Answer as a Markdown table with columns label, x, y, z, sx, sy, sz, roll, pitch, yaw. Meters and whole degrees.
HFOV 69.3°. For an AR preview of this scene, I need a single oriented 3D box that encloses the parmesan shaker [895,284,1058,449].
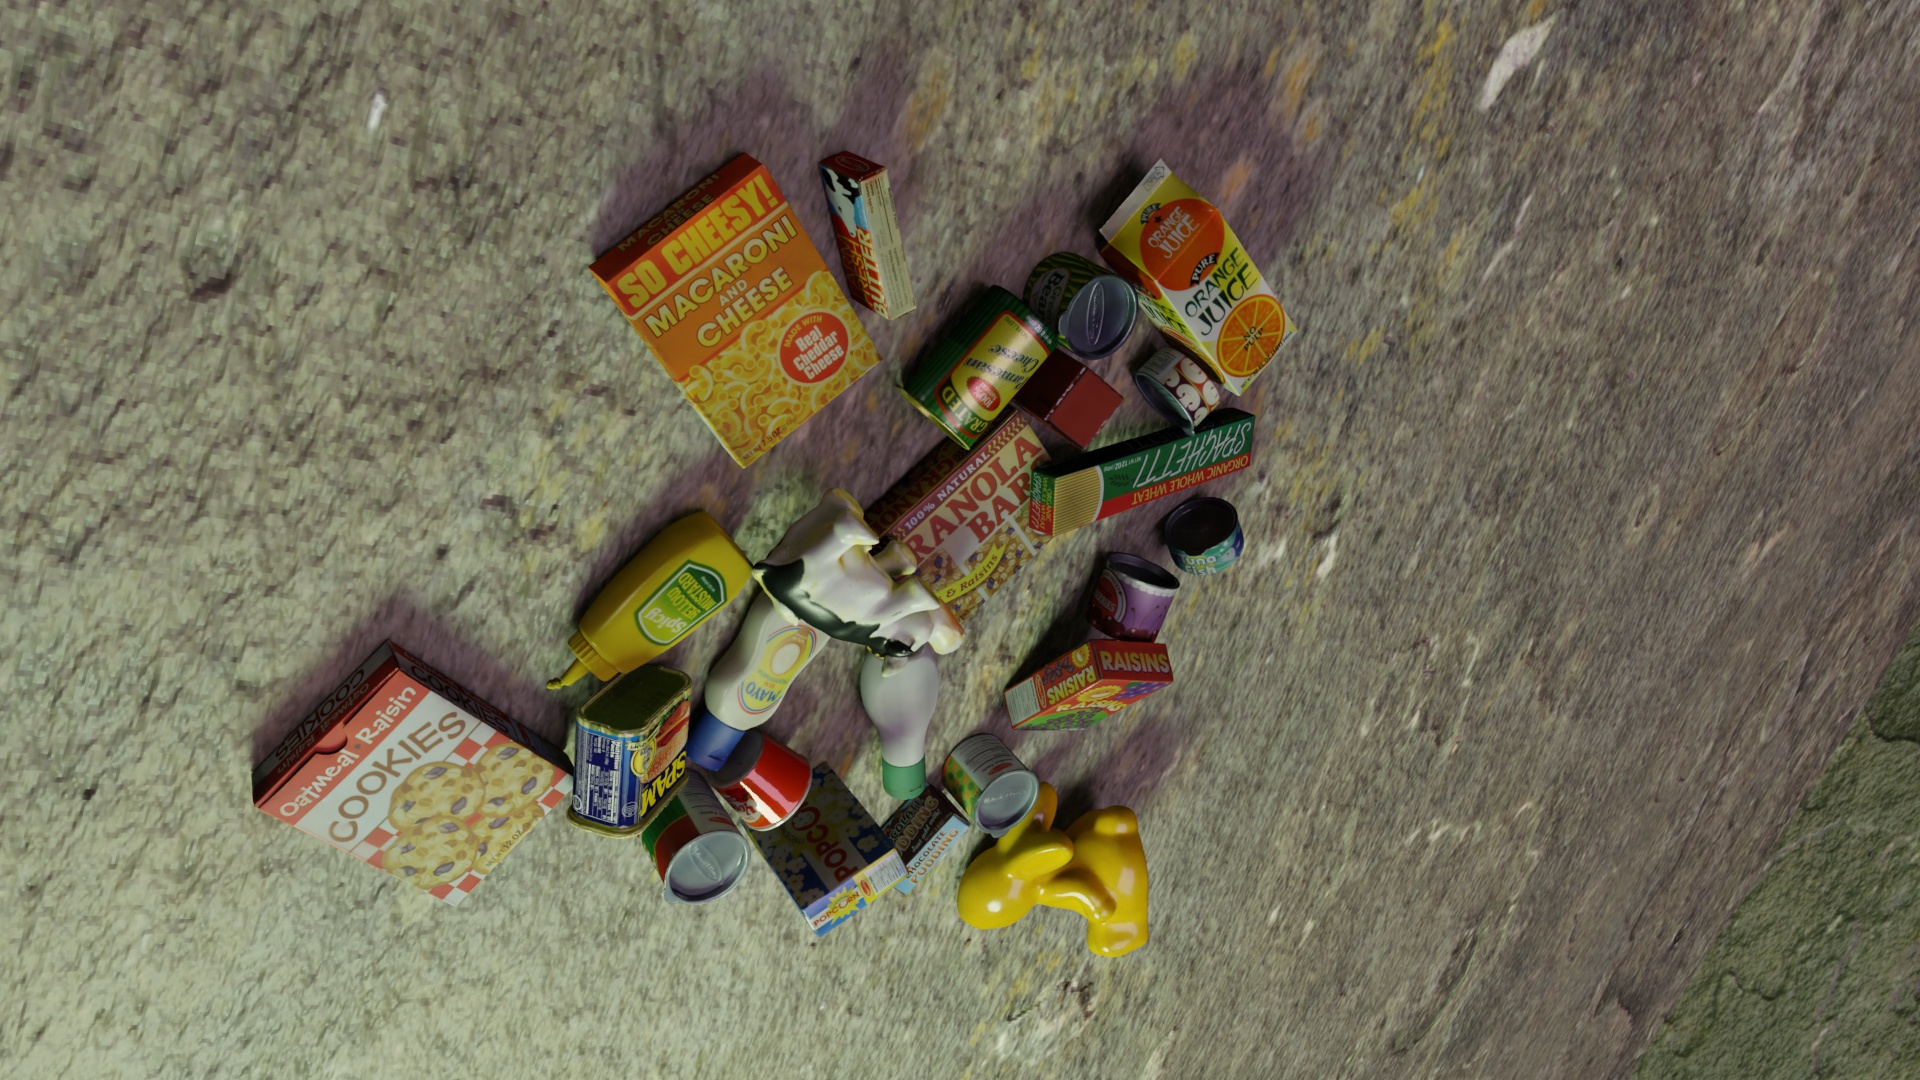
| label | x | y | z | sx | sy | sz | roll | pitch | yaw |
| --- | --- | --- | --- | --- | --- | --- | --- | --- | --- |
| parmesan shaker | 0.012 | -0.127 | 1.001 | 0.103 | 0.071 | 0.071 | -50 | 132 | -1 |

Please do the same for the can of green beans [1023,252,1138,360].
| label | x | y | z | sx | sy | sz | roll | pitch | yaw |
| --- | --- | --- | --- | --- | --- | --- | --- | --- | --- |
| can of green beans | 0.089 | -0.175 | 1.031 | 0.071 | 0.058 | 0.071 | -17 | 124 | -26 |

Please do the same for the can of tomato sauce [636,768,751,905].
| label | x | y | z | sx | sy | sz | roll | pitch | yaw |
| --- | --- | --- | --- | --- | --- | --- | --- | --- | --- |
| can of tomato sauce | -0.205 | 0.222 | 1.040 | 0.071 | 0.083 | 0.070 | -17 | 124 | -26 |

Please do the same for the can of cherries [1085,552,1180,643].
| label | x | y | z | sx | sy | sz | roll | pitch | yaw |
| --- | --- | --- | --- | --- | --- | --- | --- | --- | --- |
| can of cherries | 0.145 | 0.050 | 1.196 | 0.071 | 0.072 | 0.058 | 6 | 113 | -37 |

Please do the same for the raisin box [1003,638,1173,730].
| label | x | y | z | sx | sy | sz | roll | pitch | yaw |
| --- | --- | --- | --- | --- | --- | --- | --- | --- | --- |
| raisin box | 0.109 | 0.124 | 1.187 | 0.086 | 0.040 | 0.123 | 7 | 151 | -36 |

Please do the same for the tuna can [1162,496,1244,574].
| label | x | y | z | sx | sy | sz | roll | pitch | yaw |
| --- | --- | --- | --- | --- | --- | --- | --- | --- | --- |
| tuna can | 0.212 | -0.002 | 1.208 | 0.071 | 0.071 | 0.032 | -36 | 131 | -12 |

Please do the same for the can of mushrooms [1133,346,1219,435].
| label | x | y | z | sx | sy | sz | roll | pitch | yaw |
| --- | --- | --- | --- | --- | --- | --- | --- | --- | --- |
| can of mushrooms | 0.175 | -0.120 | 1.116 | 0.033 | 0.071 | 0.071 | -45 | 132 | -6 |

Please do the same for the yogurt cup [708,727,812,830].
| label | x | y | z | sx | sy | sz | roll | pitch | yaw |
| --- | --- | --- | --- | --- | --- | --- | --- | --- | --- |
| yogurt cup | -0.156 | 0.180 | 1.065 | 0.072 | 0.072 | 0.053 | -45 | 124 | -4 |

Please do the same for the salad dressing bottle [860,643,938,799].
| label | x | y | z | sx | sy | sz | roll | pitch | yaw |
| --- | --- | --- | --- | --- | --- | --- | --- | --- | --- |
| salad dressing bottle | -0.048 | 0.145 | 1.132 | 0.064 | 0.044 | 0.146 | -19 | 126 | -27 |

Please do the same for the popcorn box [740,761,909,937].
| label | x | y | z | sx | sy | sz | roll | pitch | yaw |
| --- | --- | --- | --- | --- | --- | --- | --- | --- | --- |
| popcorn box | -0.108 | 0.240 | 1.090 | 0.085 | 0.127 | 0.038 | -33 | 127 | -15 |

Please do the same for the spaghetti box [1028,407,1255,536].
| label | x | y | z | sx | sy | sz | roll | pitch | yaw |
| --- | --- | --- | --- | --- | --- | --- | --- | --- | --- |
| spaghetti box | 0.153 | -0.060 | 1.130 | 0.251 | 0.029 | 0.050 | -19 | 121 | -39 |

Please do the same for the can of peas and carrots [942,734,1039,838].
| label | x | y | z | sx | sy | sz | roll | pitch | yaw |
| --- | --- | --- | --- | --- | --- | --- | --- | --- | --- |
| can of peas and carrots | 0.026 | 0.213 | 1.212 | 0.071 | 0.059 | 0.070 | -17 | 125 | -26 |

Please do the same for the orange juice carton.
| label | x | y | z | sx | sy | sz | roll | pitch | yaw |
| --- | --- | --- | --- | --- | --- | --- | --- | --- | --- |
| orange juice carton | 0.175 | -0.202 | 1.065 | 0.072 | 0.073 | 0.192 | -48 | 132 | -1 |

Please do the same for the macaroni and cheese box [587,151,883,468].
| label | x | y | z | sx | sy | sz | roll | pitch | yaw |
| --- | --- | --- | --- | --- | --- | --- | --- | --- | --- |
| macaroni and cheese box | -0.142 | -0.146 | 0.900 | 0.124 | 0.040 | 0.165 | -40 | 132 | -9 |

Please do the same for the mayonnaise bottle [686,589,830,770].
| label | x | y | z | sx | sy | sz | roll | pitch | yaw |
| --- | --- | --- | --- | --- | --- | --- | --- | --- | --- |
| mayonnaise bottle | -0.154 | 0.102 | 1.034 | 0.064 | 0.041 | 0.148 | 29 | 97 | -44 |

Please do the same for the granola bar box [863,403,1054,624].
| label | x | y | z | sx | sy | sz | roll | pitch | yaw |
| --- | --- | --- | --- | --- | --- | --- | --- | --- | --- |
| granola bar box | 0.004 | -0.014 | 1.078 | 0.166 | 0.039 | 0.124 | -43 | 131 | -7 |

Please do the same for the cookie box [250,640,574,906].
| label | x | y | z | sx | sy | sz | roll | pitch | yaw |
| --- | --- | --- | --- | --- | --- | --- | --- | --- | --- |
| cookie box | -0.359 | 0.159 | 0.926 | 0.123 | 0.040 | 0.167 | -46 | 132 | -4 |

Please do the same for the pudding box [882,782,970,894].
| label | x | y | z | sx | sy | sz | roll | pitch | yaw |
| --- | --- | --- | --- | --- | --- | --- | --- | --- | --- |
| pudding box | -0.038 | 0.256 | 1.199 | 0.084 | 0.050 | 0.030 | -46 | 134 | -2 |

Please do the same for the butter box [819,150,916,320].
| label | x | y | z | sx | sy | sz | roll | pitch | yaw |
| --- | --- | --- | --- | --- | --- | --- | --- | --- | --- |
| butter box | -0.061 | -0.200 | 0.916 | 0.024 | 0.053 | 0.103 | -29 | 129 | -21 |

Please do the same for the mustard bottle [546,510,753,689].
| label | x | y | z | sx | sy | sz | roll | pitch | yaw |
| --- | --- | --- | --- | --- | --- | --- | --- | --- | --- |
| mustard bottle | -0.218 | 0.051 | 0.955 | 0.160 | 0.049 | 0.065 | -43 | 130 | -7 |
